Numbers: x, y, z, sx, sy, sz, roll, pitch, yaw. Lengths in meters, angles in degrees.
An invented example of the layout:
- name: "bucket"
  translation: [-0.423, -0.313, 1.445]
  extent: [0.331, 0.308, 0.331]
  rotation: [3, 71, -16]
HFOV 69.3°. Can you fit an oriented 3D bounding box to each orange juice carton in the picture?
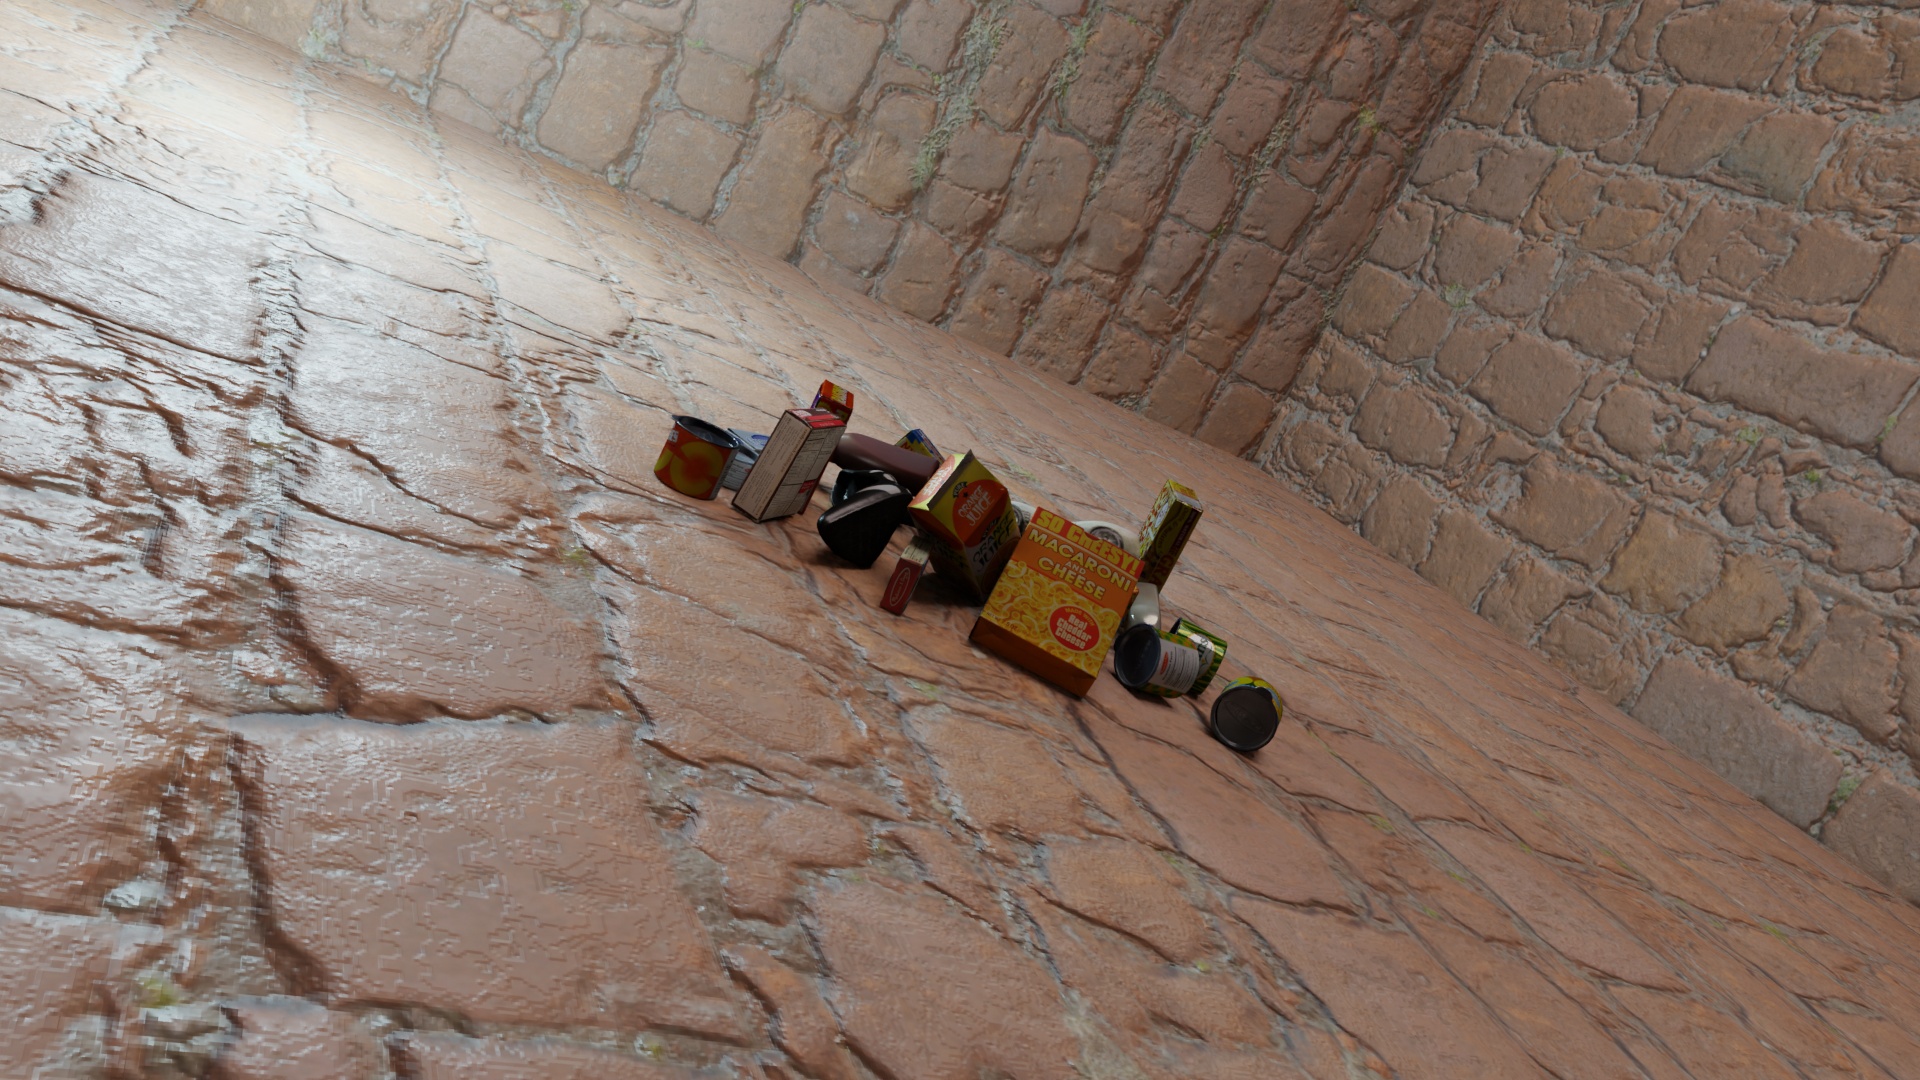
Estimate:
- name: "orange juice carton"
  translation: [0.005, -0.017, 1.369]
  extent: [0.073, 0.072, 0.192]
  rotation: [33, -17, 23]

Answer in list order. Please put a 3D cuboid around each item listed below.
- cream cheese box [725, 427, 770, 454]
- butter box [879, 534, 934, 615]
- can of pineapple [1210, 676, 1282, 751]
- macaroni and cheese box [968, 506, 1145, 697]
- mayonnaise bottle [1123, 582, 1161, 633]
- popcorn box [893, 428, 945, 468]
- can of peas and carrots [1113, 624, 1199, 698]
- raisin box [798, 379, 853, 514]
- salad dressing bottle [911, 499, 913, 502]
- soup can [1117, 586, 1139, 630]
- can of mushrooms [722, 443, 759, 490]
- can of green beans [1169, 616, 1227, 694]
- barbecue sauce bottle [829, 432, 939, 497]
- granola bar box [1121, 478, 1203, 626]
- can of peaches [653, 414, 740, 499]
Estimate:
- name: "cream cheese box"
  translation: [-0.211, -0.096, 1.538]
  extent: [0.053, 0.024, 0.104]
  rotation: [36, 16, 34]
- name: "butter box"
  translation: [-0.049, 0.031, 1.310]
  extent: [0.024, 0.053, 0.104]
  rotation: [24, 13, 0]
- name: "can of pineapple"
  translation: [0.289, 0.172, 1.393]
  extent: [0.071, 0.071, 0.058]
  rotation: [30, 13, 13]
- name: "macaroni and cheese box"
  translation: [0.097, 0.056, 1.343]
  extent: [0.124, 0.040, 0.167]
  rotation: [28, 47, 2]
- name: "mayonnaise bottle"
  translation: [0.200, 0.095, 1.532]
  extent: [0.041, 0.064, 0.148]
  rotation: [7, 17, 5]
- name: "popcorn box"
  translation: [-0.028, -0.072, 1.654]
  extent: [0.126, 0.038, 0.085]
  rotation: [52, 8, -1]
- name: "can of peas and carrots"
  translation: [0.198, 0.123, 1.412]
  extent: [0.059, 0.070, 0.071]
  rotation: [19, 15, -34]
- name: "raisin box"
  translation: [-0.153, -0.099, 1.445]
  extent: [0.040, 0.123, 0.086]
  rotation: [25, 14, -10]
- name: "salad dressing bottle"
  translation: [-0.080, -0.062, 1.616]
  extent: [0.064, 0.044, 0.148]
  rotation: [32, 13, -21]
- name: "soup can"
  translation: [0.140, 0.073, 1.446]
  extent: [0.071, 0.083, 0.071]
  rotation: [26, 13, -6]
- name: "can of mushrooms"
  translation: [-0.236, -0.079, 1.408]
  extent: [0.071, 0.033, 0.071]
  rotation: [25, 14, -6]
- name: "can of green beans"
  translation: [0.247, 0.125, 1.495]
  extent: [0.058, 0.071, 0.071]
  rotation: [28, 13, 4]
- name: "barbecue sauce bottle"
  translation: [-0.100, -0.091, 1.547]
  extent: [0.148, 0.043, 0.065]
  rotation: [19, 23, 4]
- name: "granola bar box"
  translation: [0.229, 0.016, 1.655]
  extent: [0.039, 0.165, 0.124]
  rotation: [26, 13, -2]
- name: "can of peaches"
  translation: [-0.253, -0.080, 1.324]
  extent: [0.071, 0.058, 0.071]
  rotation: [25, 14, -7]
